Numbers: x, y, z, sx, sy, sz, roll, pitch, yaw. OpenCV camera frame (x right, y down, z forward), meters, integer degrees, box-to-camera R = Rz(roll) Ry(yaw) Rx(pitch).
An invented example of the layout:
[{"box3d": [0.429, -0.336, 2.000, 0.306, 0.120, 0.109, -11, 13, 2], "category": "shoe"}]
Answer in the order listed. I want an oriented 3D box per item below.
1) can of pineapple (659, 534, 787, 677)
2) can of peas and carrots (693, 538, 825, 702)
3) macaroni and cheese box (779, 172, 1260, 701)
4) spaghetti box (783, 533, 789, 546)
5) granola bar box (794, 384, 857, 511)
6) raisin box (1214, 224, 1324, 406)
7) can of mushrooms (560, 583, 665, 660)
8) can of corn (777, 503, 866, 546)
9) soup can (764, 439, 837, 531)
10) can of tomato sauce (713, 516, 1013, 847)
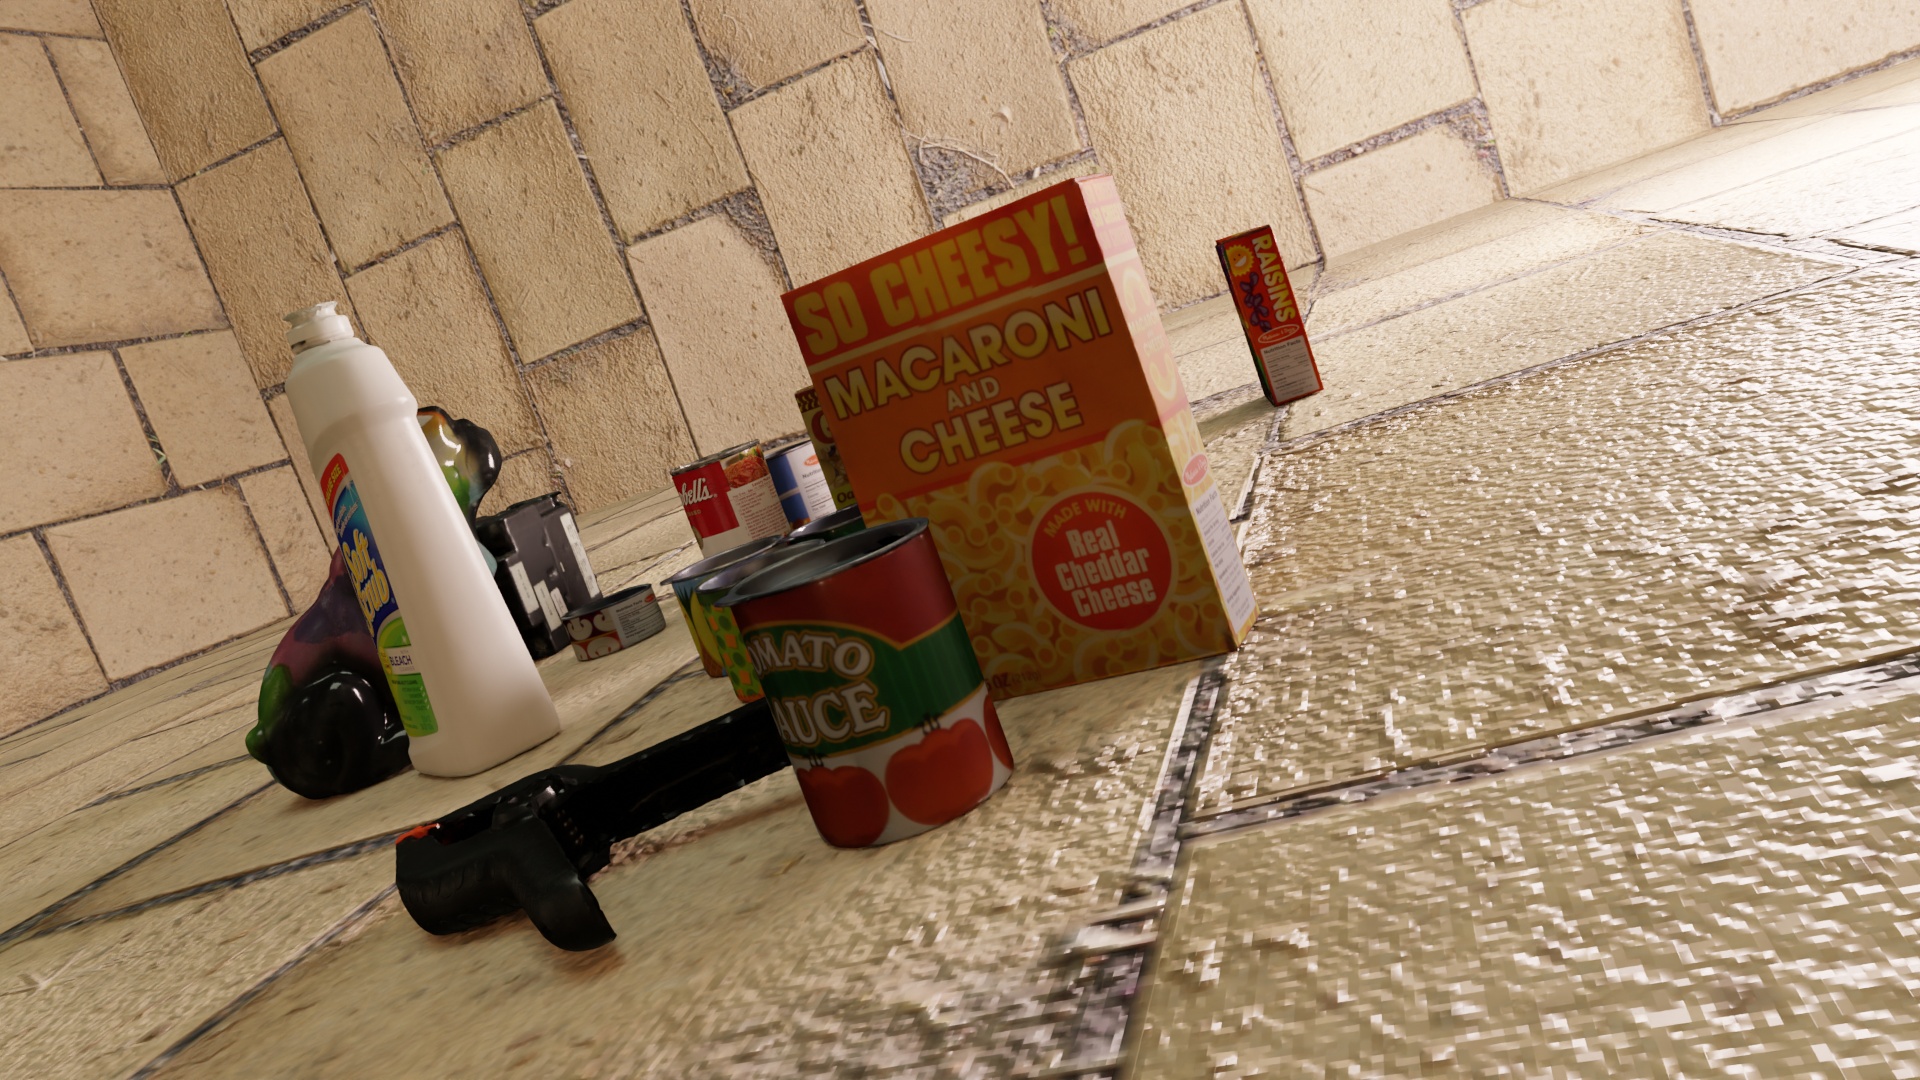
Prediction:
[{"box3d": [-0.118, 0.036, 0.752, 0.071, 0.057, 0.071, -19, 9, 3], "category": "can of pineapple"}, {"box3d": [-0.088, 0.038, 0.667, 0.071, 0.058, 0.071, -19, 9, 3], "category": "can of peas and carrots"}, {"box3d": [0.021, -0.031, 0.500, 0.123, 0.166, 0.040, -15, 9, 28], "category": "macaroni and cheese box"}, {"box3d": [0.003, -0.010, 0.789, 0.250, 0.050, 0.029, -18, 9, 13], "category": "spaghetti box"}, {"box3d": [-0.022, -0.076, 1.004, 0.165, 0.124, 0.039, -17, 9, 16], "category": "granola bar box"}, {"box3d": [0.222, -0.164, 1.007, 0.040, 0.123, 0.086, -18, 9, 11], "category": "raisin box"}, {"box3d": [-0.245, 0.057, 0.975, 0.071, 0.033, 0.071, -19, 9, 3], "category": "can of mushrooms"}, {"box3d": [-0.055, 0.014, 0.743, 0.071, 0.058, 0.071, -19, 9, 3], "category": "can of corn"}, {"box3d": [-0.133, -0.029, 1.092, 0.071, 0.083, 0.071, -19, 9, 3], "category": "soup can"}, {"box3d": [-0.028, 0.044, 0.428, 0.071, 0.083, 0.071, -19, 9, 3], "category": "can of tomato sauce"}]
